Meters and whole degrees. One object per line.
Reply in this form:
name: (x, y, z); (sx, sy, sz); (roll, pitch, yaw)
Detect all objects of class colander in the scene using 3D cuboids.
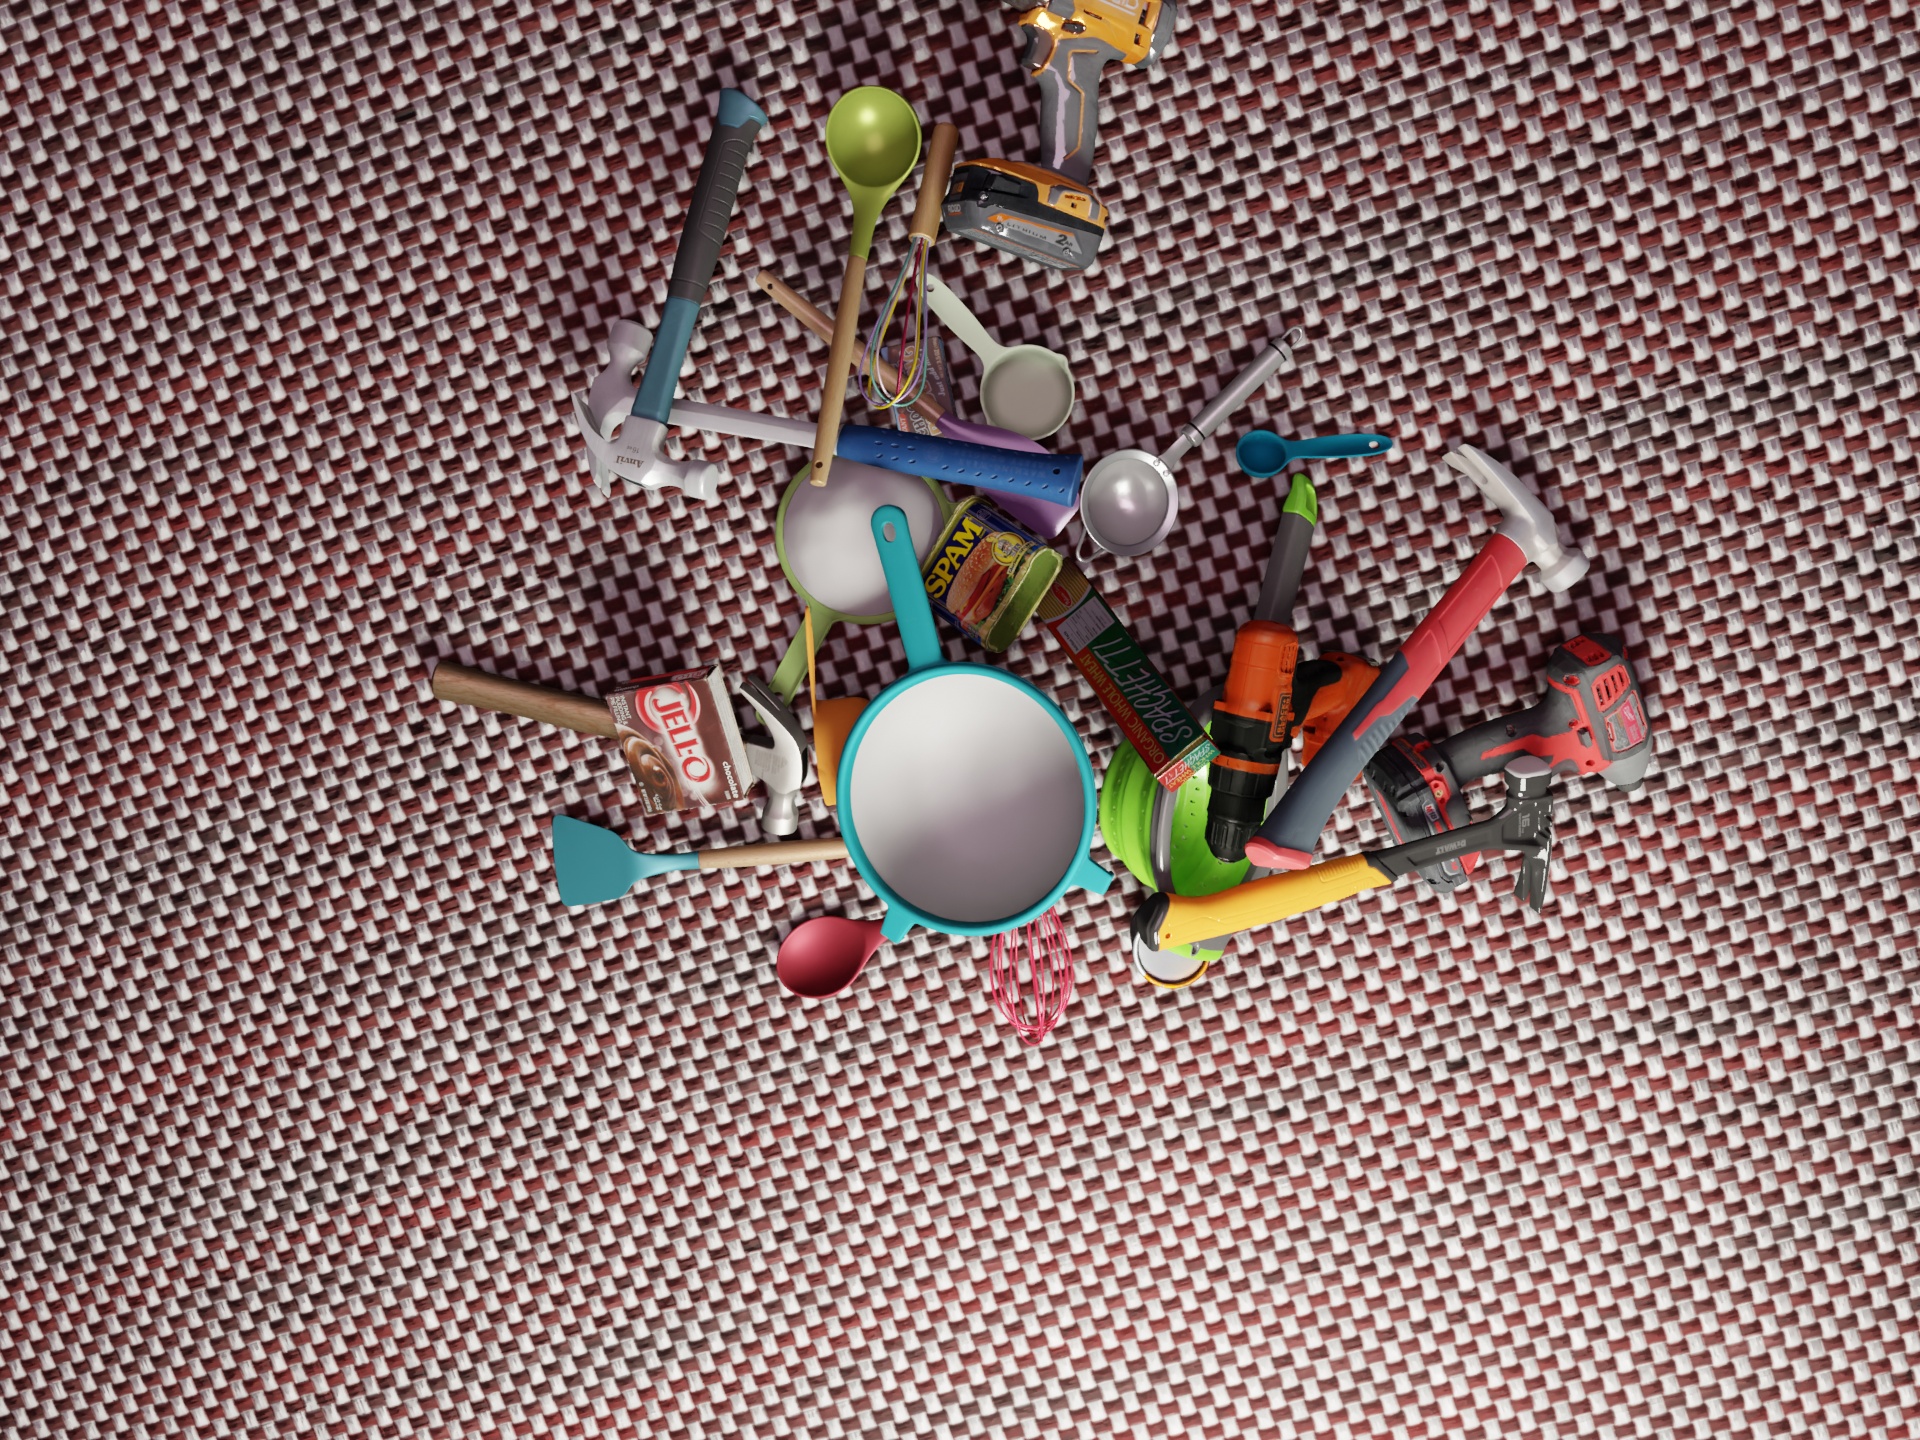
colander: (0.199, -0.011, 1.283); (0.094, 0.204, 0.397); (11, 82, 37)

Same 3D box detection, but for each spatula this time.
spatula: (-0.035, -0.260, 1.274); (0.316, 0.018, 0.059); (37, 111, -1)
spatula: (-0.197, 0.113, 1.370); (0.317, 0.044, 0.082); (-4, 97, 0)

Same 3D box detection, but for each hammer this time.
hammer: (-0.289, -0.001, 1.345); (0.331, 0.031, 0.130); (14, 116, 6)
hammer: (-0.214, -0.343, 1.259); (0.128, 0.033, 0.331); (13, 83, 12)
hammer: (0.294, 0.123, 1.204); (0.337, 0.034, 0.127); (-13, 115, -11)
hammer: (-0.106, -0.219, 1.262); (0.405, 0.035, 0.144); (12, 77, 10)
hammer: (0.328, -0.044, 1.209); (0.143, 0.038, 0.386); (45, 70, -4)

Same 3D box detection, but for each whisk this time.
whisk: (-0.032, -0.358, 1.251); (0.051, 0.047, 0.245); (15, 79, -14)
whisk: (0.053, 0.126, 1.335); (0.073, 0.073, 0.296); (-4, 92, 5)

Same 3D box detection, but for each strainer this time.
strainer: (0.182, -0.224, 1.284); (0.258, 0.050, 0.086); (-44, 111, 3)
strainer: (-0.107, -0.106, 1.307); (0.151, 0.069, 0.256); (29, 98, 0)
strainer: (-0.002, -0.004, 1.256); (0.211, 0.095, 0.340); (-16, 87, 20)

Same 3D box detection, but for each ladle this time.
ladle: (-0.087, -0.340, 1.240); (0.078, 0.062, 0.320); (8, 81, 9)
ladle: (-0.021, 0.150, 1.325); (0.315, 0.031, 0.069); (-29, 72, 21)

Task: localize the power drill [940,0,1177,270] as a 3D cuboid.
power drill: (0.052, -0.479, 1.213); (0.185, 0.084, 0.226); (13, 99, -24)

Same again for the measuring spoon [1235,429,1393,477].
measuring spoon: (0.285, -0.216, 1.289); (0.128, 0.021, 0.042); (-5, 67, -3)

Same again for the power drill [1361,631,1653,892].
power drill: (0.447, 0.038, 1.273); (0.219, 0.079, 0.143); (-29, 118, 2)

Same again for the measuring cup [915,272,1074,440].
measuring cup: (0.024, -0.297, 1.288); (0.083, 0.038, 0.167); (-43, 90, 9)

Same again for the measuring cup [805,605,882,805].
measuring cup: (-0.094, -0.014, 1.297); (0.052, 0.095, 0.173); (-5, 114, -1)
